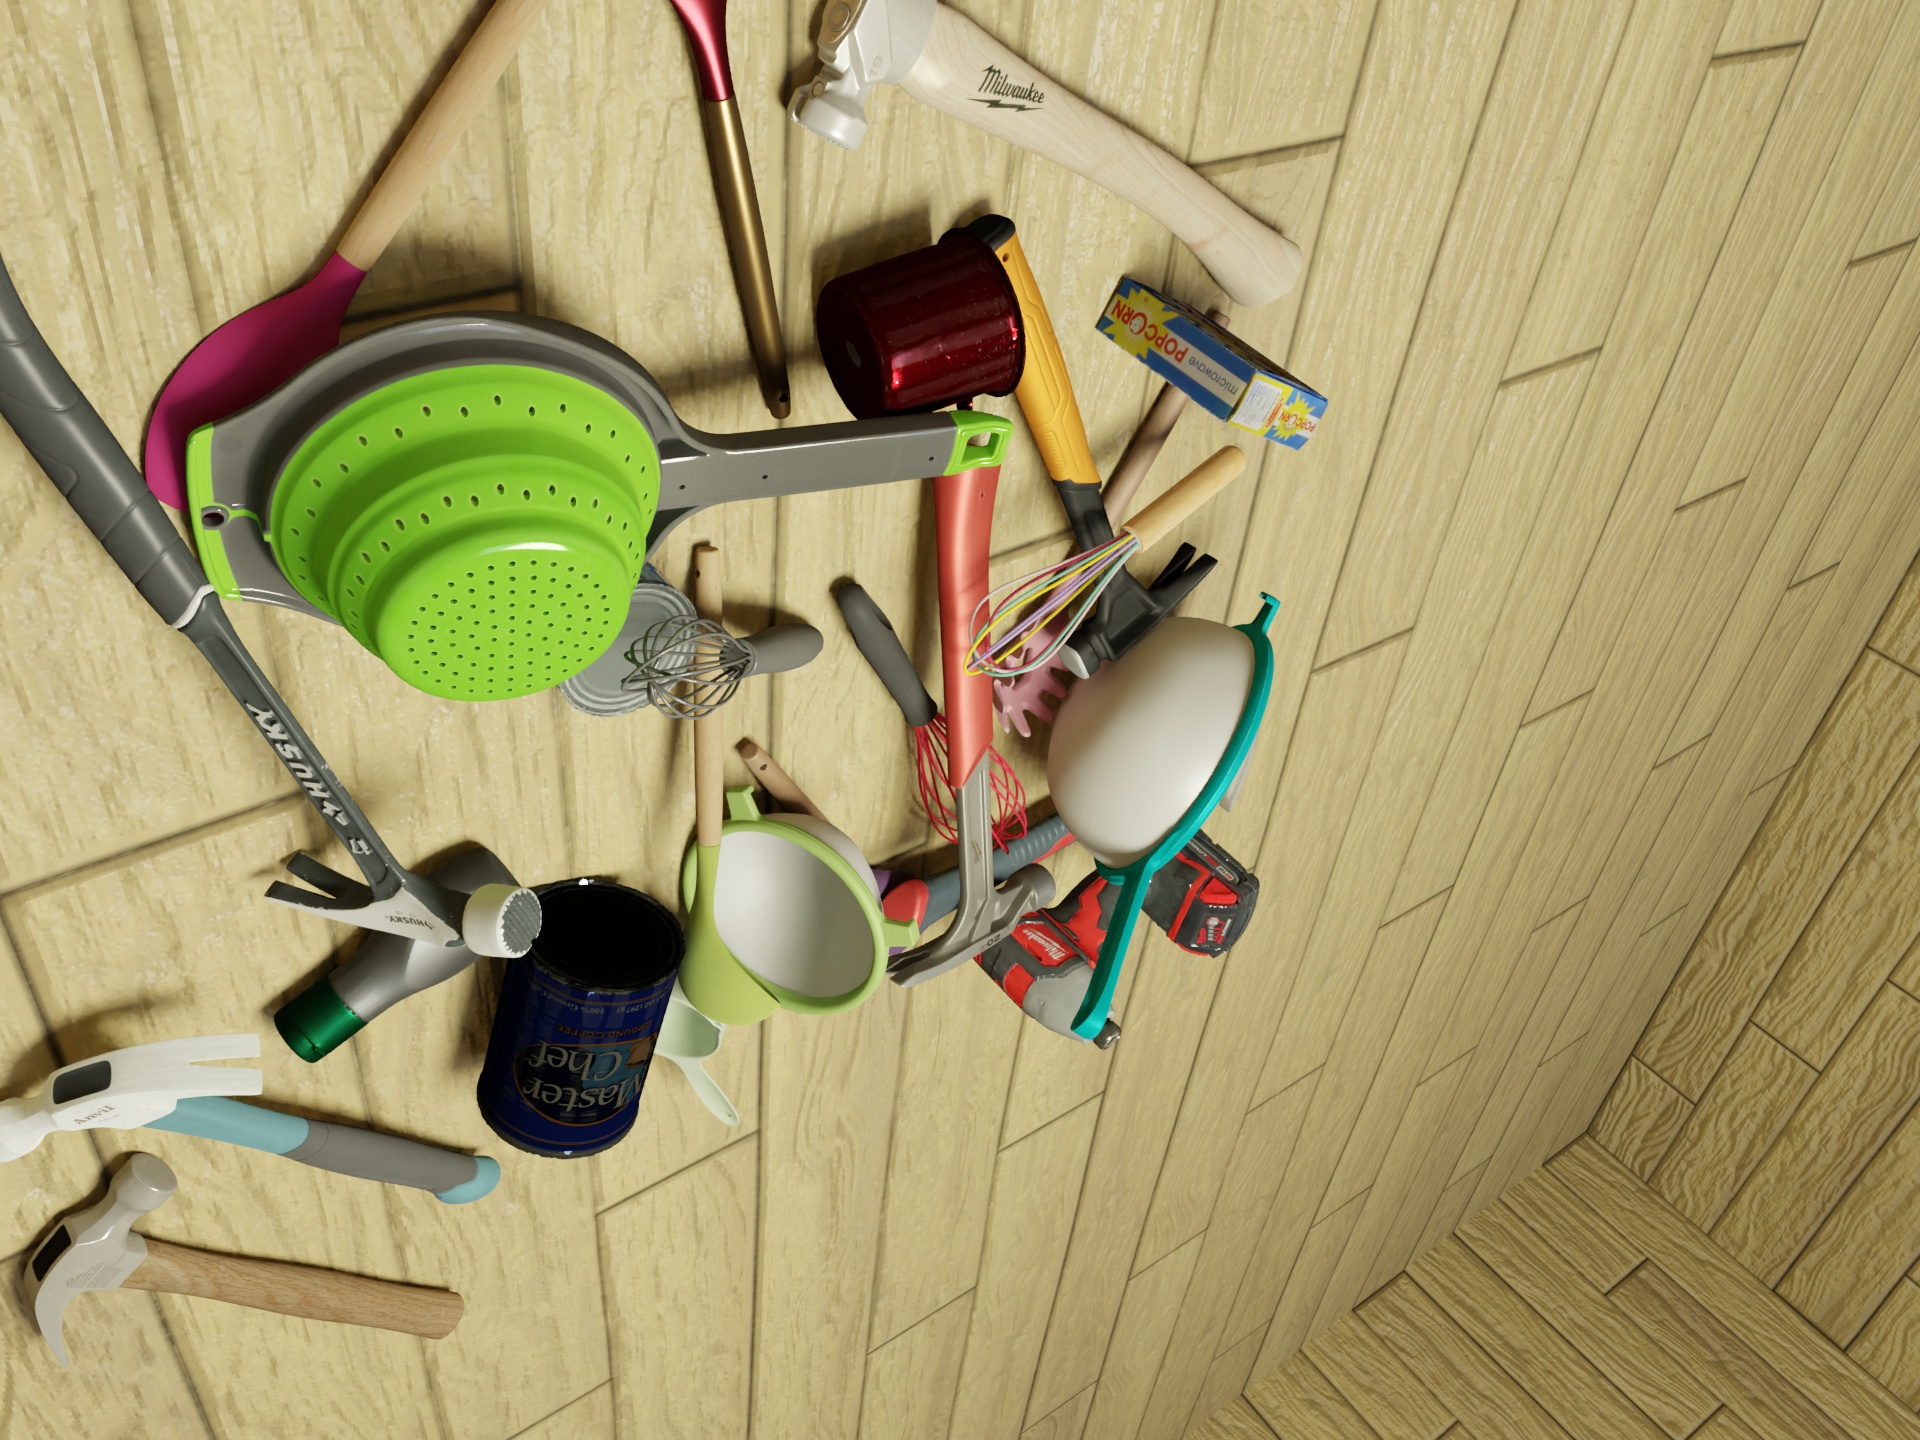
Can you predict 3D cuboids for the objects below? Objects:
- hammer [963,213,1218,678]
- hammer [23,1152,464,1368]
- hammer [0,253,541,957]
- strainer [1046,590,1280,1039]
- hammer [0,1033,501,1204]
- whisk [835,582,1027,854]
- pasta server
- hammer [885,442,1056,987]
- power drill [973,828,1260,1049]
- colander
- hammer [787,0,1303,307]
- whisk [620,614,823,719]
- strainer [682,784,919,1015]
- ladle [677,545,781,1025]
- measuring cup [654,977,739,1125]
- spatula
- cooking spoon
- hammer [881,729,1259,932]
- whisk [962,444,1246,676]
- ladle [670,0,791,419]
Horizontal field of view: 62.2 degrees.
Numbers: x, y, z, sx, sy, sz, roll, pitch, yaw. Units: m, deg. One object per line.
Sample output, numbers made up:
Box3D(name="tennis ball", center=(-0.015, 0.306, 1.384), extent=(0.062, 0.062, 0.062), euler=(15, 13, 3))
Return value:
Box3D(name="hammer", center=(0.072, -0.171, 0.987), extent=(0.127, 0.034, 0.336), euler=(-41, 138, -11))
Box3D(name="hammer", center=(-0.436, 0.361, 1.008), extent=(0.130, 0.031, 0.331), euler=(-46, 145, -2))
Box3D(name="hammer", center=(-0.327, -0.036, 0.692), extent=(0.408, 0.149, 0.036), euler=(72, 31, -42))
Box3D(name="strainer", center=(0.103, 0.052, 1.095), extent=(0.211, 0.095, 0.341), euler=(-43, -161, 53))
Box3D(name="hammer", center=(-0.384, 0.245, 0.929), extent=(0.128, 0.033, 0.330), euler=(-24, 150, 10))
Box3D(name="whisk", center=(-0.020, 0.006, 1.078), extent=(0.073, 0.073, 0.295), euler=(-41, 139, -9))
Box3D(name="pasta server", center=(0.103, -0.132, 1.088), extent=(0.060, 0.040, 0.316), euler=(12, 114, -46))
Box3D(name="hammer", center=(-0.002, -0.003, 1.023), extent=(0.149, 0.037, 0.358), euler=(-25, 124, -36))
Box3D(name="power drill", center=(0.121, 0.161, 1.217), extent=(0.219, 0.143, 0.078), euler=(-23, 143, -37))
Box3D(name="colander", center=(-0.140, -0.089, 0.749), extent=(0.397, 0.095, 0.204), euler=(-11, 146, -24))
Box3D(name="hammer", center=(0.085, -0.325, 0.887), extent=(0.410, 0.038, 0.146), euler=(8, 116, -50))
Box3D(name="whisk", center=(-0.120, -0.037, 0.873), extent=(0.055, 0.055, 0.239), euler=(-57, 172, 14))
Box3D(name="strainer", center=(-0.127, 0.147, 1.081), extent=(0.256, 0.151, 0.069), euler=(-53, 177, 40))
Box3D(name="ladle", center=(-0.141, 0.047, 0.962), extent=(0.062, 0.078, 0.320), euler=(-13, 119, -33))
Box3D(name="measuring cup", center=(-0.180, 0.222, 1.095), extent=(0.167, 0.083, 0.038), euler=(71, 26, -43))
Box3D(name="spatula", center=(-0.082, 0.094, 1.128), extent=(0.060, 0.018, 0.315), euler=(-43, 146, -7))
Box3D(name="cooking spoon", center=(-0.242, -0.215, 0.669), extent=(0.319, 0.017, 0.068), euler=(-53, 144, 9))
Box3D(name="hammer", center=(0.096, 0.089, 1.277), extent=(0.386, 0.038, 0.143), euler=(-26, 141, -30))
Box3D(name="whisk", center=(0.093, -0.103, 0.996), extent=(0.245, 0.051, 0.047), euler=(-39, 130, -20))
Box3D(name="ladle", center=(-0.107, -0.271, 0.749), extent=(0.069, 0.031, 0.315), euler=(-31, 143, -21))
